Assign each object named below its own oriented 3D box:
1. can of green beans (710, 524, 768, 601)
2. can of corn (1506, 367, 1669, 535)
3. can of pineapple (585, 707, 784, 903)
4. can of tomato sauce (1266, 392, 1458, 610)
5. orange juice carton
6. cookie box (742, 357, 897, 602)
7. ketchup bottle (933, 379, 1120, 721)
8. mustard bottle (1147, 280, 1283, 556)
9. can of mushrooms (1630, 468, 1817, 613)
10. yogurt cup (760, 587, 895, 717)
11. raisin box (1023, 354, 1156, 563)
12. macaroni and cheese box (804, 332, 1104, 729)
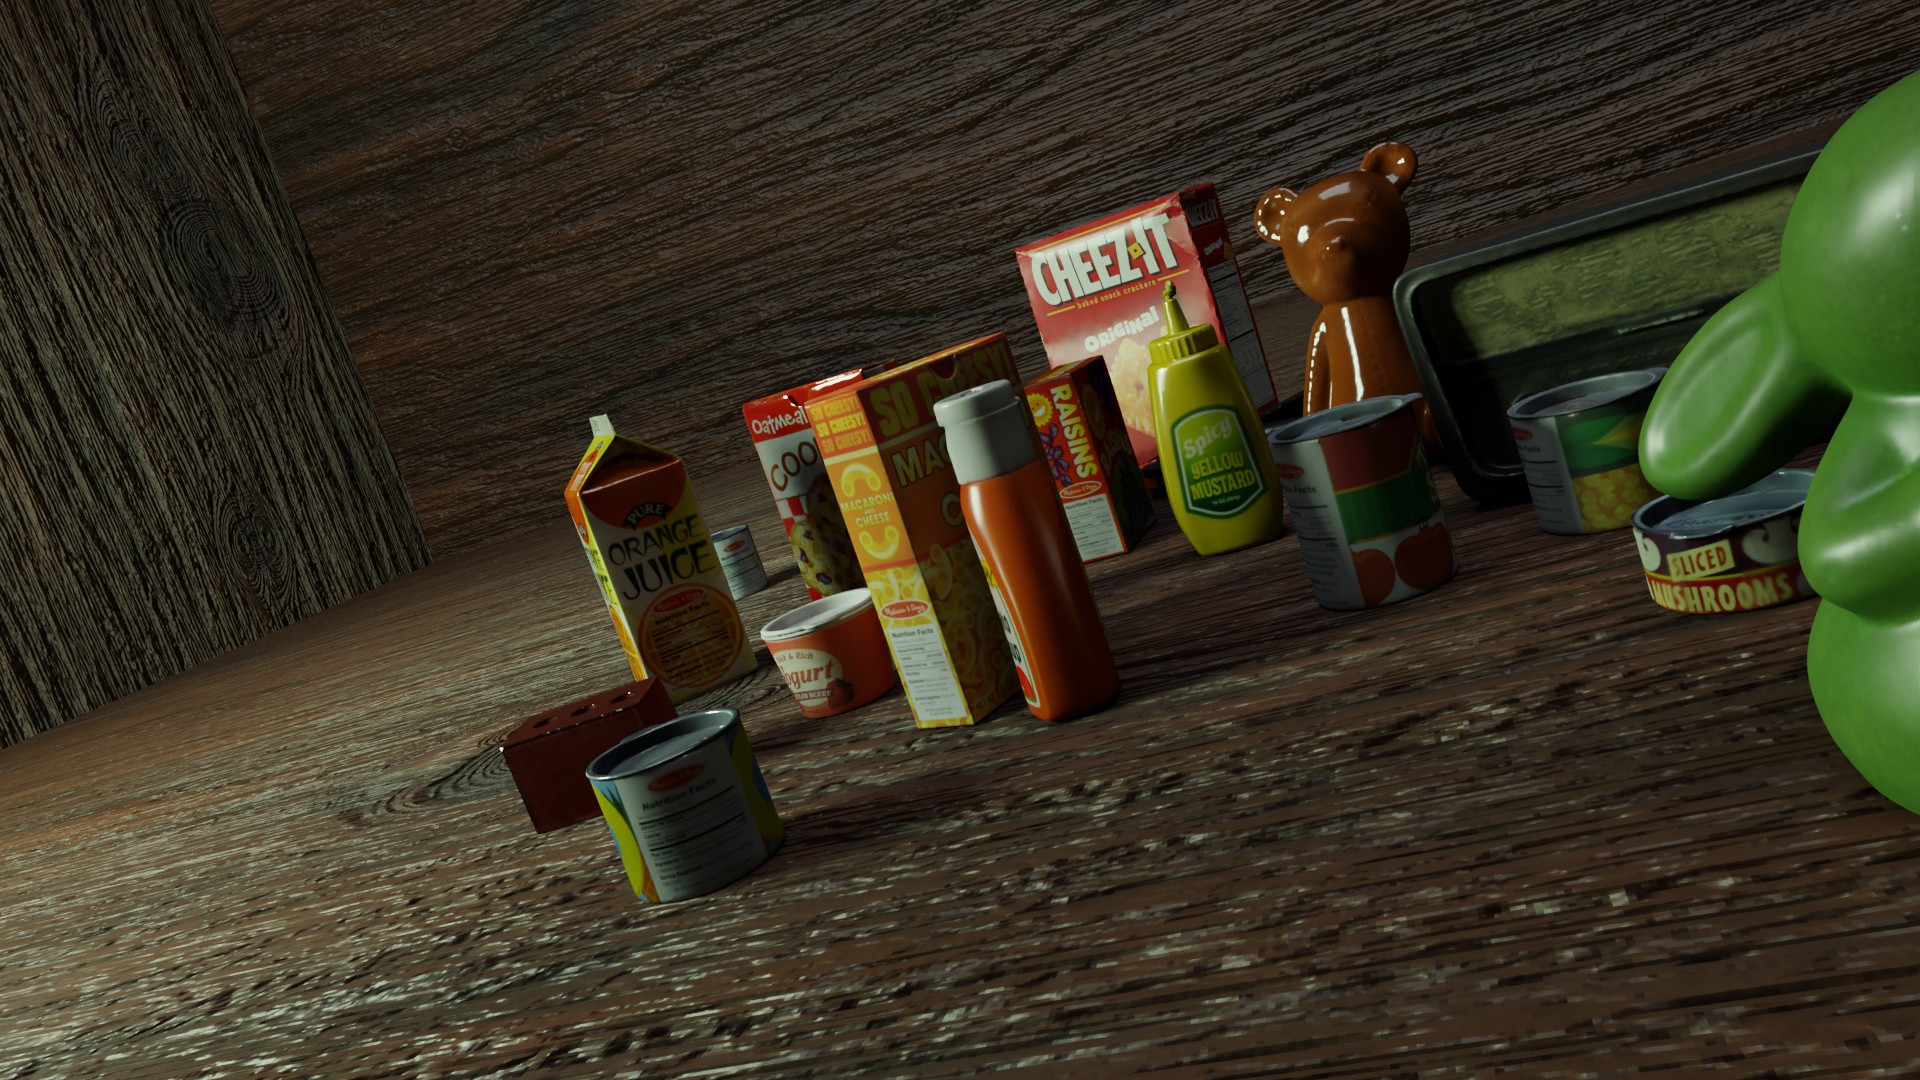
[{"bbox_3d":[-0.214,0.024,1.259,0.071,0.057,0.071,-18,9,3],"label":"can of green beans"},{"bbox_3d":[0.295,-0.041,0.636,0.071,0.058,0.071,-18,9,3],"label":"can of corn"},{"bbox_3d":[-0.113,0.108,0.576,0.071,0.057,0.071,-18,9,3],"label":"can of pineapple"},{"bbox_3d":[0.187,-0.018,0.639,0.071,0.083,0.071,-18,9,3],"label":"can of tomato sauce"},{"bbox_3d":[-0.207,0.008,0.923,0.073,0.192,0.072,-22,9,-20],"label":"orange juice carton"},{"bbox_3d":[-0.074,-0.032,0.972,0.122,0.167,0.040,-11,12,40],"label":"cookie box"},{"bbox_3d":[0.029,0.003,0.623,0.043,0.148,0.065,-19,9,2],"label":"ketchup bottle"},{"bbox_3d":[0.140,-0.073,0.807,0.065,0.160,0.049,-17,9,11],"label":"mustard bottle"},{"bbox_3d":[0.280,0.001,0.501,0.071,0.033,0.071,-18,9,3],"label":"can of mushrooms"},{"bbox_3d":[-0.070,0.063,0.765,0.072,0.054,0.072,-18,9,3],"label":"yogurt cup"},{"bbox_3d":[0.086,-0.056,0.928,0.040,0.123,0.086,-15,10,25],"label":"raisin box"},{"bbox_3d":[0.002,-0.009,0.689,0.040,0.166,0.124,-12,12,40],"label":"macaroni and cheese box"}]
